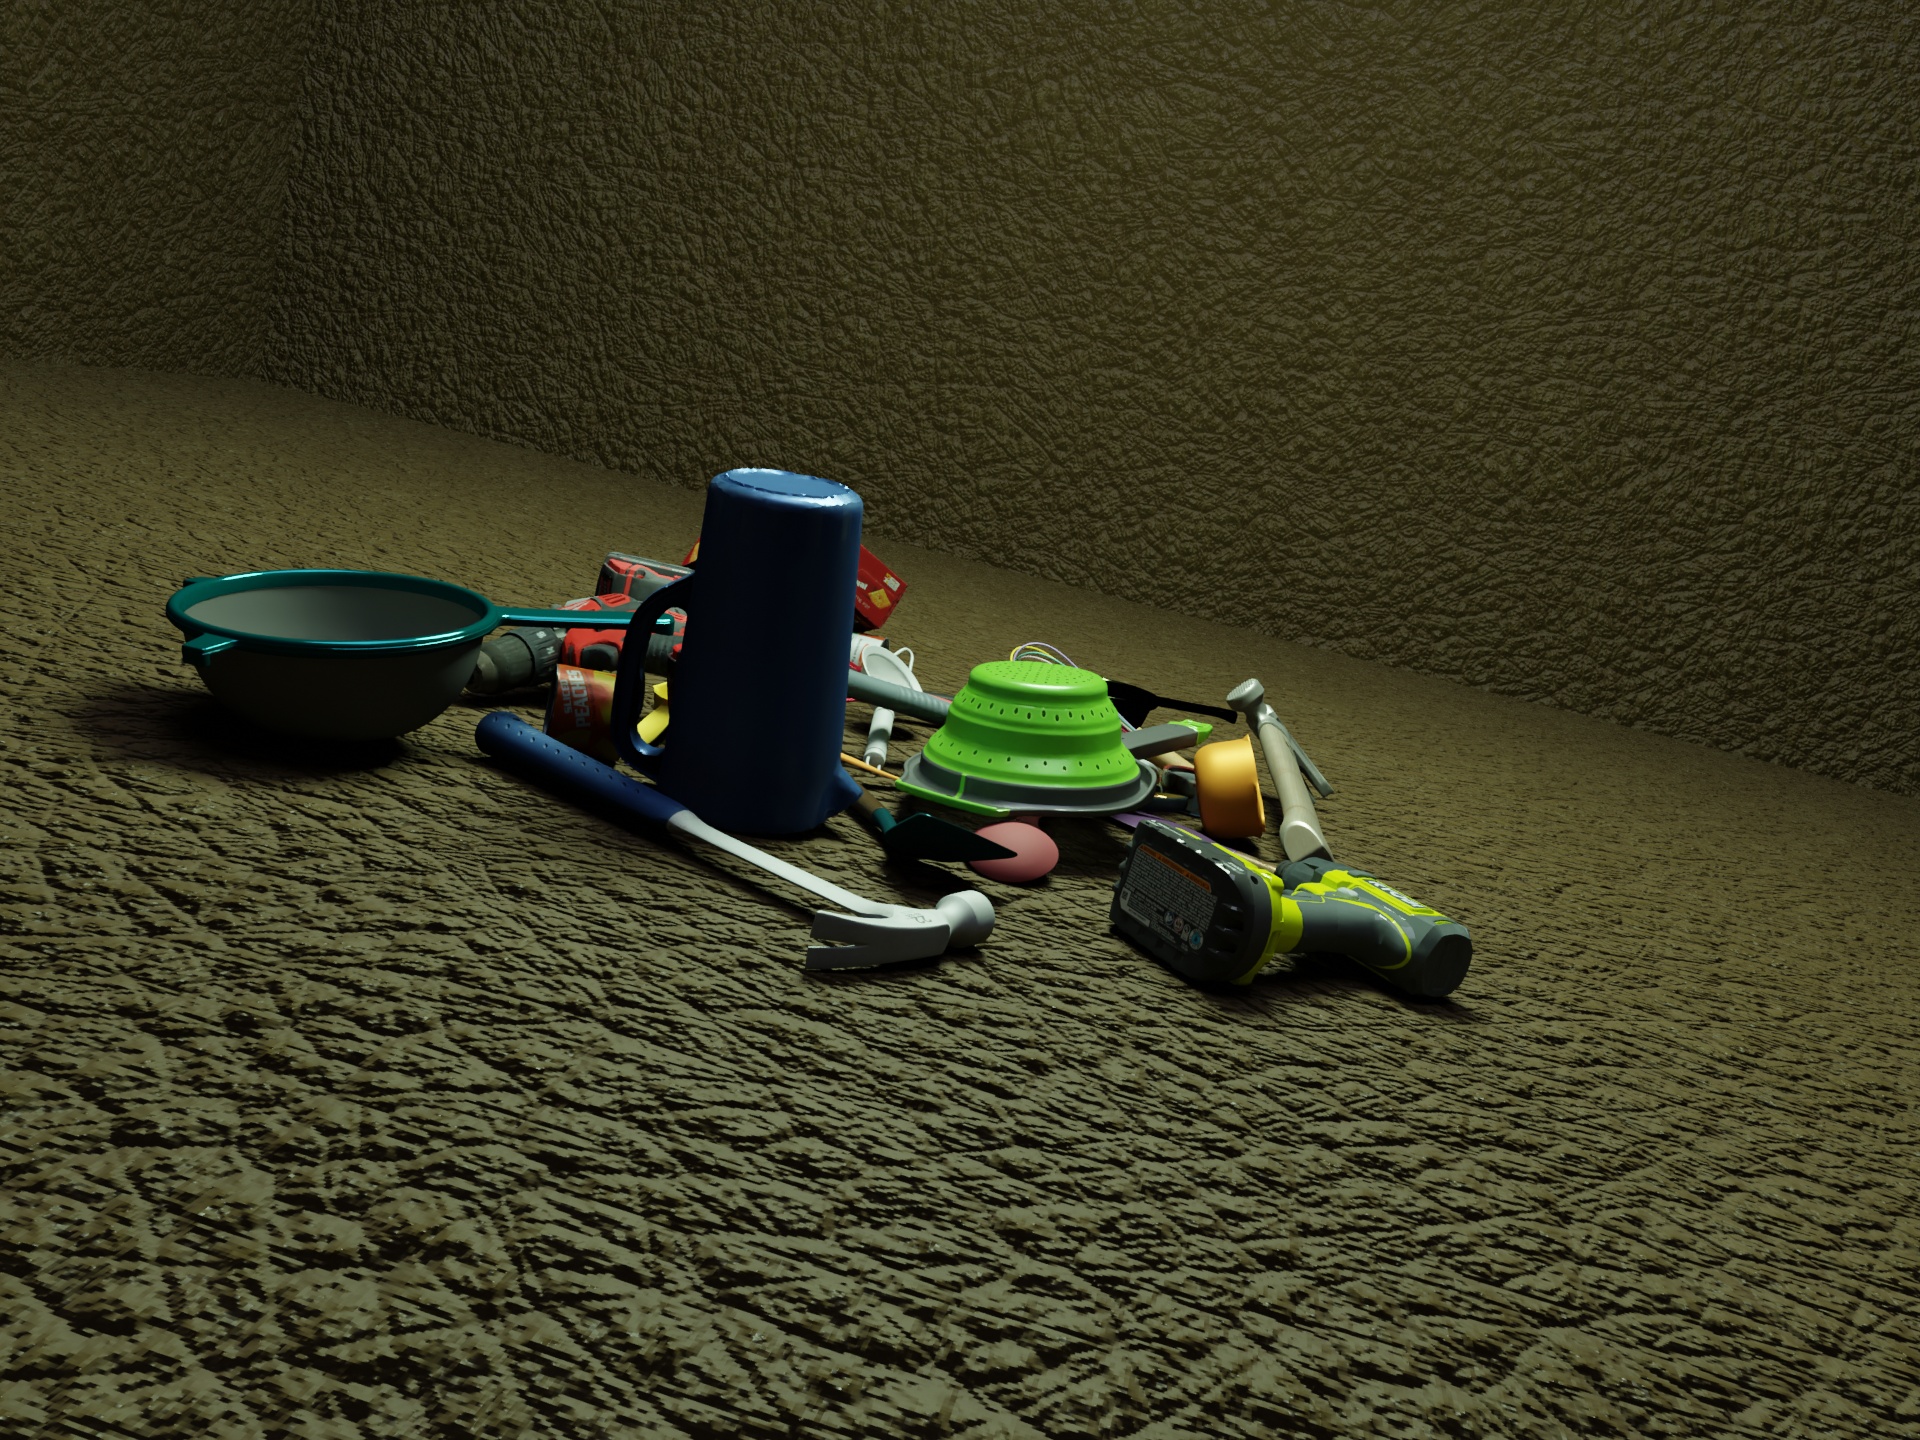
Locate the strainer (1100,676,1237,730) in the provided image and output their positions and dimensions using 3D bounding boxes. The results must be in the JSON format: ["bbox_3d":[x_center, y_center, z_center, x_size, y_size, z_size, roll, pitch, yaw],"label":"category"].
[{"bbox_3d":[0.179,0.000,1.700,0.256,0.069,0.152,10,10,-22],"label":"strainer"}]

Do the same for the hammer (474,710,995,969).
[{"bbox_3d":[-0.178,0.069,1.032,0.406,0.035,0.144,21,13,33],"label":"hammer"}]

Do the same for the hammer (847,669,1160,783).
[{"bbox_3d":[-0.002,-0.005,1.447,0.386,0.038,0.143,17,6,-32],"label":"hammer"}]

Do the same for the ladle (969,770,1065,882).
[{"bbox_3d":[0.063,0.070,1.282,0.069,0.031,0.315,12,13,10],"label":"ladle"}]

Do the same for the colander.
[{"bbox_3d":[0.109,-0.004,1.341,0.205,0.094,0.397,14,15,36],"label":"colander"}]

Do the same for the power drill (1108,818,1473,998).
[{"bbox_3d":[0.221,0.130,1.108,0.223,0.080,0.171,10,12,-34],"label":"power drill"}]

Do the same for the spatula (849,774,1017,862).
[{"bbox_3d":[-0.063,0.057,1.207,0.082,0.044,0.318,25,3,-28],"label":"spatula"}]

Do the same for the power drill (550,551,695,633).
[{"bbox_3d":[-0.337,-0.110,1.634,0.143,0.078,0.220,12,14,-7],"label":"power drill"}]

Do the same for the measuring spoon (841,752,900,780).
[{"bbox_3d":[-0.072,0.036,1.311,0.116,0.011,0.021,22,0,-32],"label":"measuring spoon"}]

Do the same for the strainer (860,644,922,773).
[{"bbox_3d":[-0.073,-0.006,1.464,0.086,0.050,0.259,45,17,-14],"label":"strainer"}]

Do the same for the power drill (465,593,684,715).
[{"bbox_3d":[-0.275,-0.045,1.301,0.227,0.080,0.188,14,24,29],"label":"power drill"}]

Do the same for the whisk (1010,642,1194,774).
[{"bbox_3d":[0.149,0.006,1.560,0.245,0.051,0.047,35,19,2],"label":"whisk"}]

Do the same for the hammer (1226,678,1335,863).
[{"bbox_3d":[0.307,0.071,1.447,0.146,0.038,0.411,53,14,-8],"label":"hammer"}]

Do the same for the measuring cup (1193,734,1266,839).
[{"bbox_3d":[0.232,0.070,1.369,0.052,0.095,0.174,-7,11,7],"label":"measuring cup"}]

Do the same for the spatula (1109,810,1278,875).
[{"bbox_3d":[0.248,0.123,1.308,0.059,0.018,0.316,-1,17,-46],"label":"spatula"}]

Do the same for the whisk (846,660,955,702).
[{"bbox_3d":[-0.084,-0.031,1.580,0.295,0.073,0.073,15,10,-21],"label":"whisk"}]

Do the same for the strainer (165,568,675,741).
[{"bbox_3d":[-0.372,-0.038,1.125,0.340,0.095,0.211,0,18,-26],"label":"strainer"}]

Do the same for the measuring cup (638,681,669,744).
[{"bbox_3d":[-0.245,0.005,1.322,0.062,0.029,0.156,9,23,8],"label":"measuring cup"}]
